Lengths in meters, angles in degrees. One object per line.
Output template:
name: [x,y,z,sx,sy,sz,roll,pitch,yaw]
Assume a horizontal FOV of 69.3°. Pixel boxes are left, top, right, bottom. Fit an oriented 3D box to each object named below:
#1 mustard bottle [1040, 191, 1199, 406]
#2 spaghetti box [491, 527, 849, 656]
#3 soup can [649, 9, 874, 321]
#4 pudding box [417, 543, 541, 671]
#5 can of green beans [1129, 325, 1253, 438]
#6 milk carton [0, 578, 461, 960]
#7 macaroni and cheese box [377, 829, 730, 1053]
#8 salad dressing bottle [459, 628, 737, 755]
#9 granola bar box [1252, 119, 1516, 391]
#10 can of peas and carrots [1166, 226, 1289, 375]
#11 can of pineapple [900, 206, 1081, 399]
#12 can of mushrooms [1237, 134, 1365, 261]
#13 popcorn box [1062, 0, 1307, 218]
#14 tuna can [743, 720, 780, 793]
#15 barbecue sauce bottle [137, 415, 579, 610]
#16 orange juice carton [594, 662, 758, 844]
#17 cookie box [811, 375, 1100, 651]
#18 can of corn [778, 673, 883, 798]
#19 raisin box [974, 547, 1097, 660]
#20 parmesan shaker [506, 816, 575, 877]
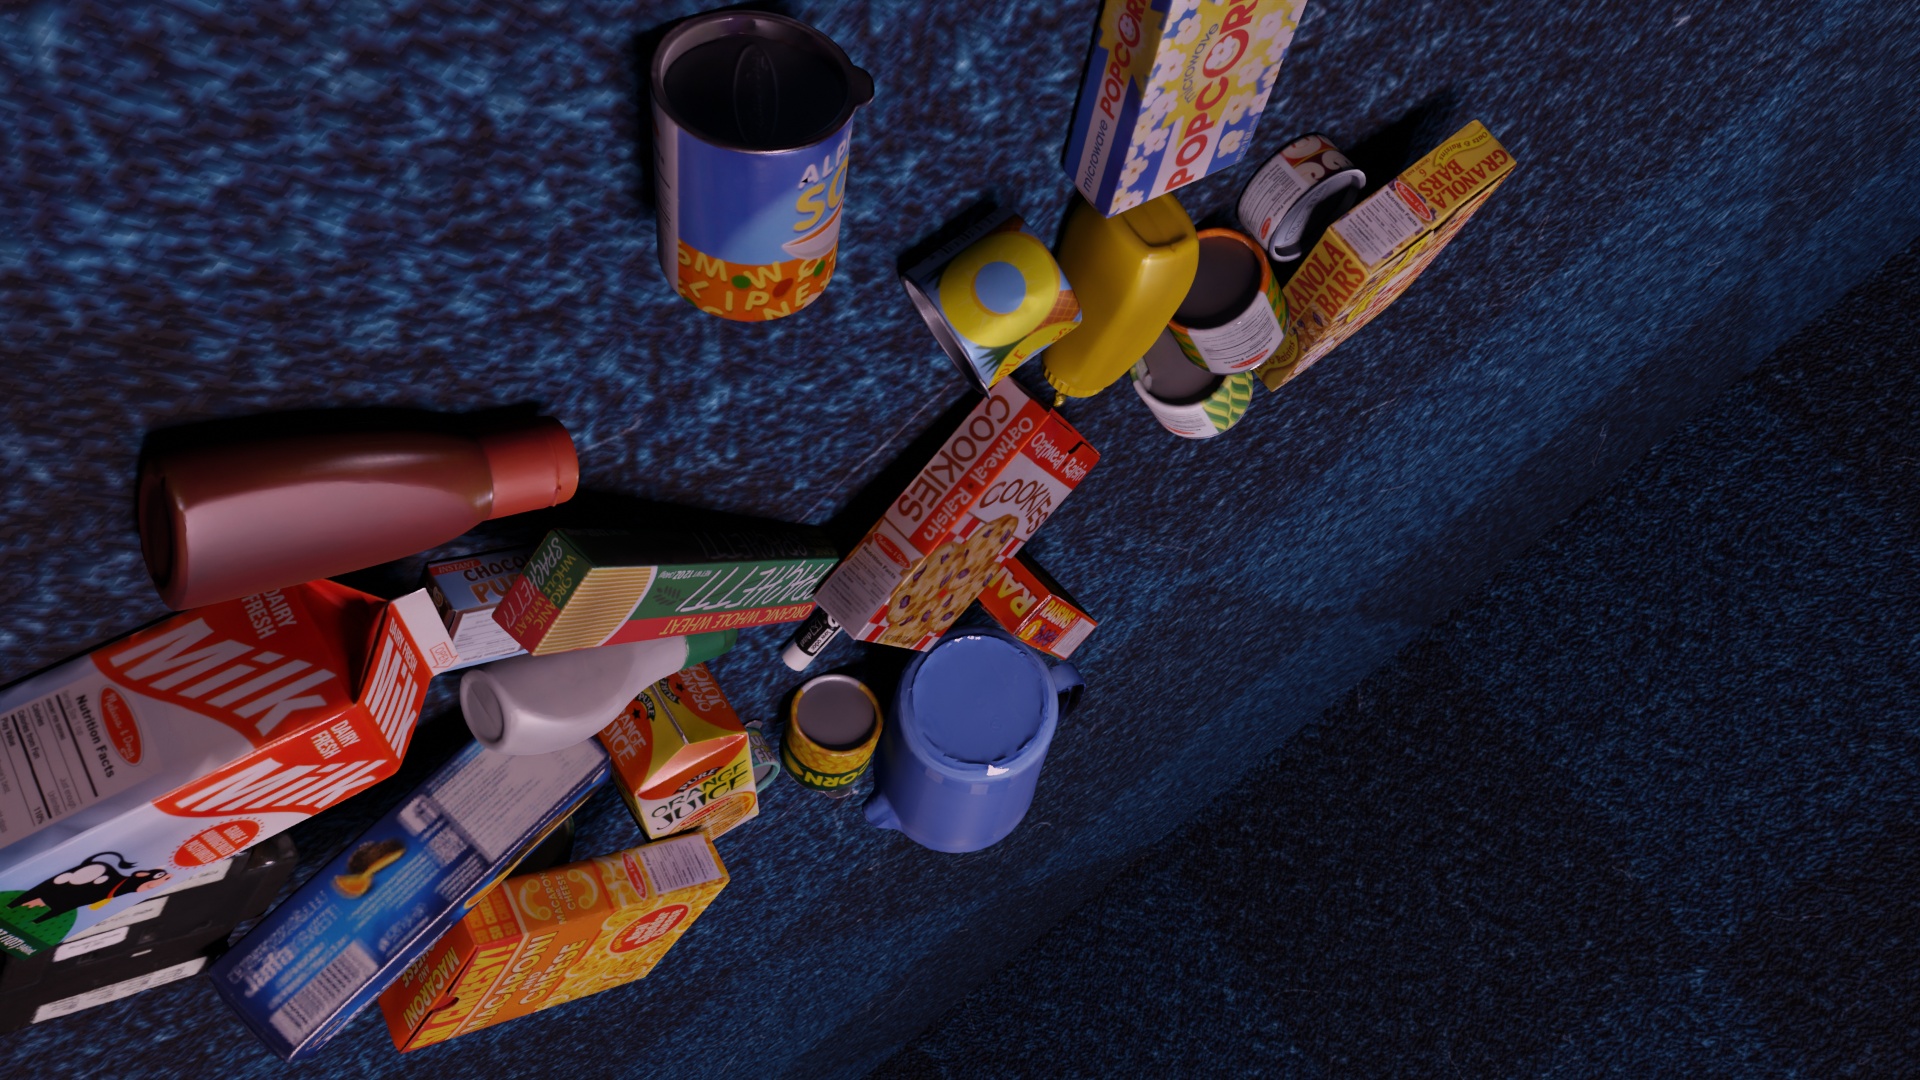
mustard bottle: [0.072,-0.117,0.719,0.049,0.065,0.159,-20,160,-22]
spaghetti box: [-0.128,0.020,0.685,0.050,0.029,0.250,-52,164,14]
soup can: [-0.069,-0.126,0.477,0.071,0.071,0.083,-26,157,-24]
pudding box: [-0.207,0.029,0.641,0.084,0.030,0.049,-13,148,-45]
can of green beans: [0.140,-0.101,0.842,0.071,0.071,0.058,-39,157,8]
milk carton: [-0.295,0.077,0.548,0.191,0.073,0.072,-28,157,-21]
macaroni and cheese box: [-0.236,0.234,0.816,0.167,0.040,0.123,-3,142,-48]
salad dressing bottle: [-0.180,0.062,0.712,0.148,0.064,0.043,-21,157,-48]
granola bar box: [0.249,-0.168,0.849,0.124,0.039,0.165,-37,170,-16]
can of peas and carrots: [0.145,-0.136,0.779,0.071,0.071,0.058,-39,152,8]
can of pineapple: [0.015,-0.109,0.638,0.058,0.071,0.071,-35,158,-2]
can of mushrooms: [0.192,-0.192,0.779,0.071,0.033,0.070,-30,157,-14]
popcorn box: [0.098,-0.207,0.601,0.085,0.038,0.126,-26,156,-22]
tuna can: [-0.160,0.160,0.972,0.071,0.033,0.070,-30,158,-14]
barbecue sauce bottle: [-0.216,-0.017,0.515,0.149,0.044,0.064,-16,151,-42]
orange juice carton: [-0.172,0.123,0.827,0.073,0.072,0.191,-28,157,-19]
cookie box: [0.003,-0.010,0.815,0.167,0.040,0.123,-49,161,6]
can of corn: [-0.091,0.138,0.979,0.071,0.071,0.058,-23,154,-29]
raisin box: [0.037,0.032,0.931,0.040,0.086,0.123,-46,158,4]
parmesan shaker: [-0.272,0.200,0.838,0.071,0.071,0.102,-21,154,-33]
